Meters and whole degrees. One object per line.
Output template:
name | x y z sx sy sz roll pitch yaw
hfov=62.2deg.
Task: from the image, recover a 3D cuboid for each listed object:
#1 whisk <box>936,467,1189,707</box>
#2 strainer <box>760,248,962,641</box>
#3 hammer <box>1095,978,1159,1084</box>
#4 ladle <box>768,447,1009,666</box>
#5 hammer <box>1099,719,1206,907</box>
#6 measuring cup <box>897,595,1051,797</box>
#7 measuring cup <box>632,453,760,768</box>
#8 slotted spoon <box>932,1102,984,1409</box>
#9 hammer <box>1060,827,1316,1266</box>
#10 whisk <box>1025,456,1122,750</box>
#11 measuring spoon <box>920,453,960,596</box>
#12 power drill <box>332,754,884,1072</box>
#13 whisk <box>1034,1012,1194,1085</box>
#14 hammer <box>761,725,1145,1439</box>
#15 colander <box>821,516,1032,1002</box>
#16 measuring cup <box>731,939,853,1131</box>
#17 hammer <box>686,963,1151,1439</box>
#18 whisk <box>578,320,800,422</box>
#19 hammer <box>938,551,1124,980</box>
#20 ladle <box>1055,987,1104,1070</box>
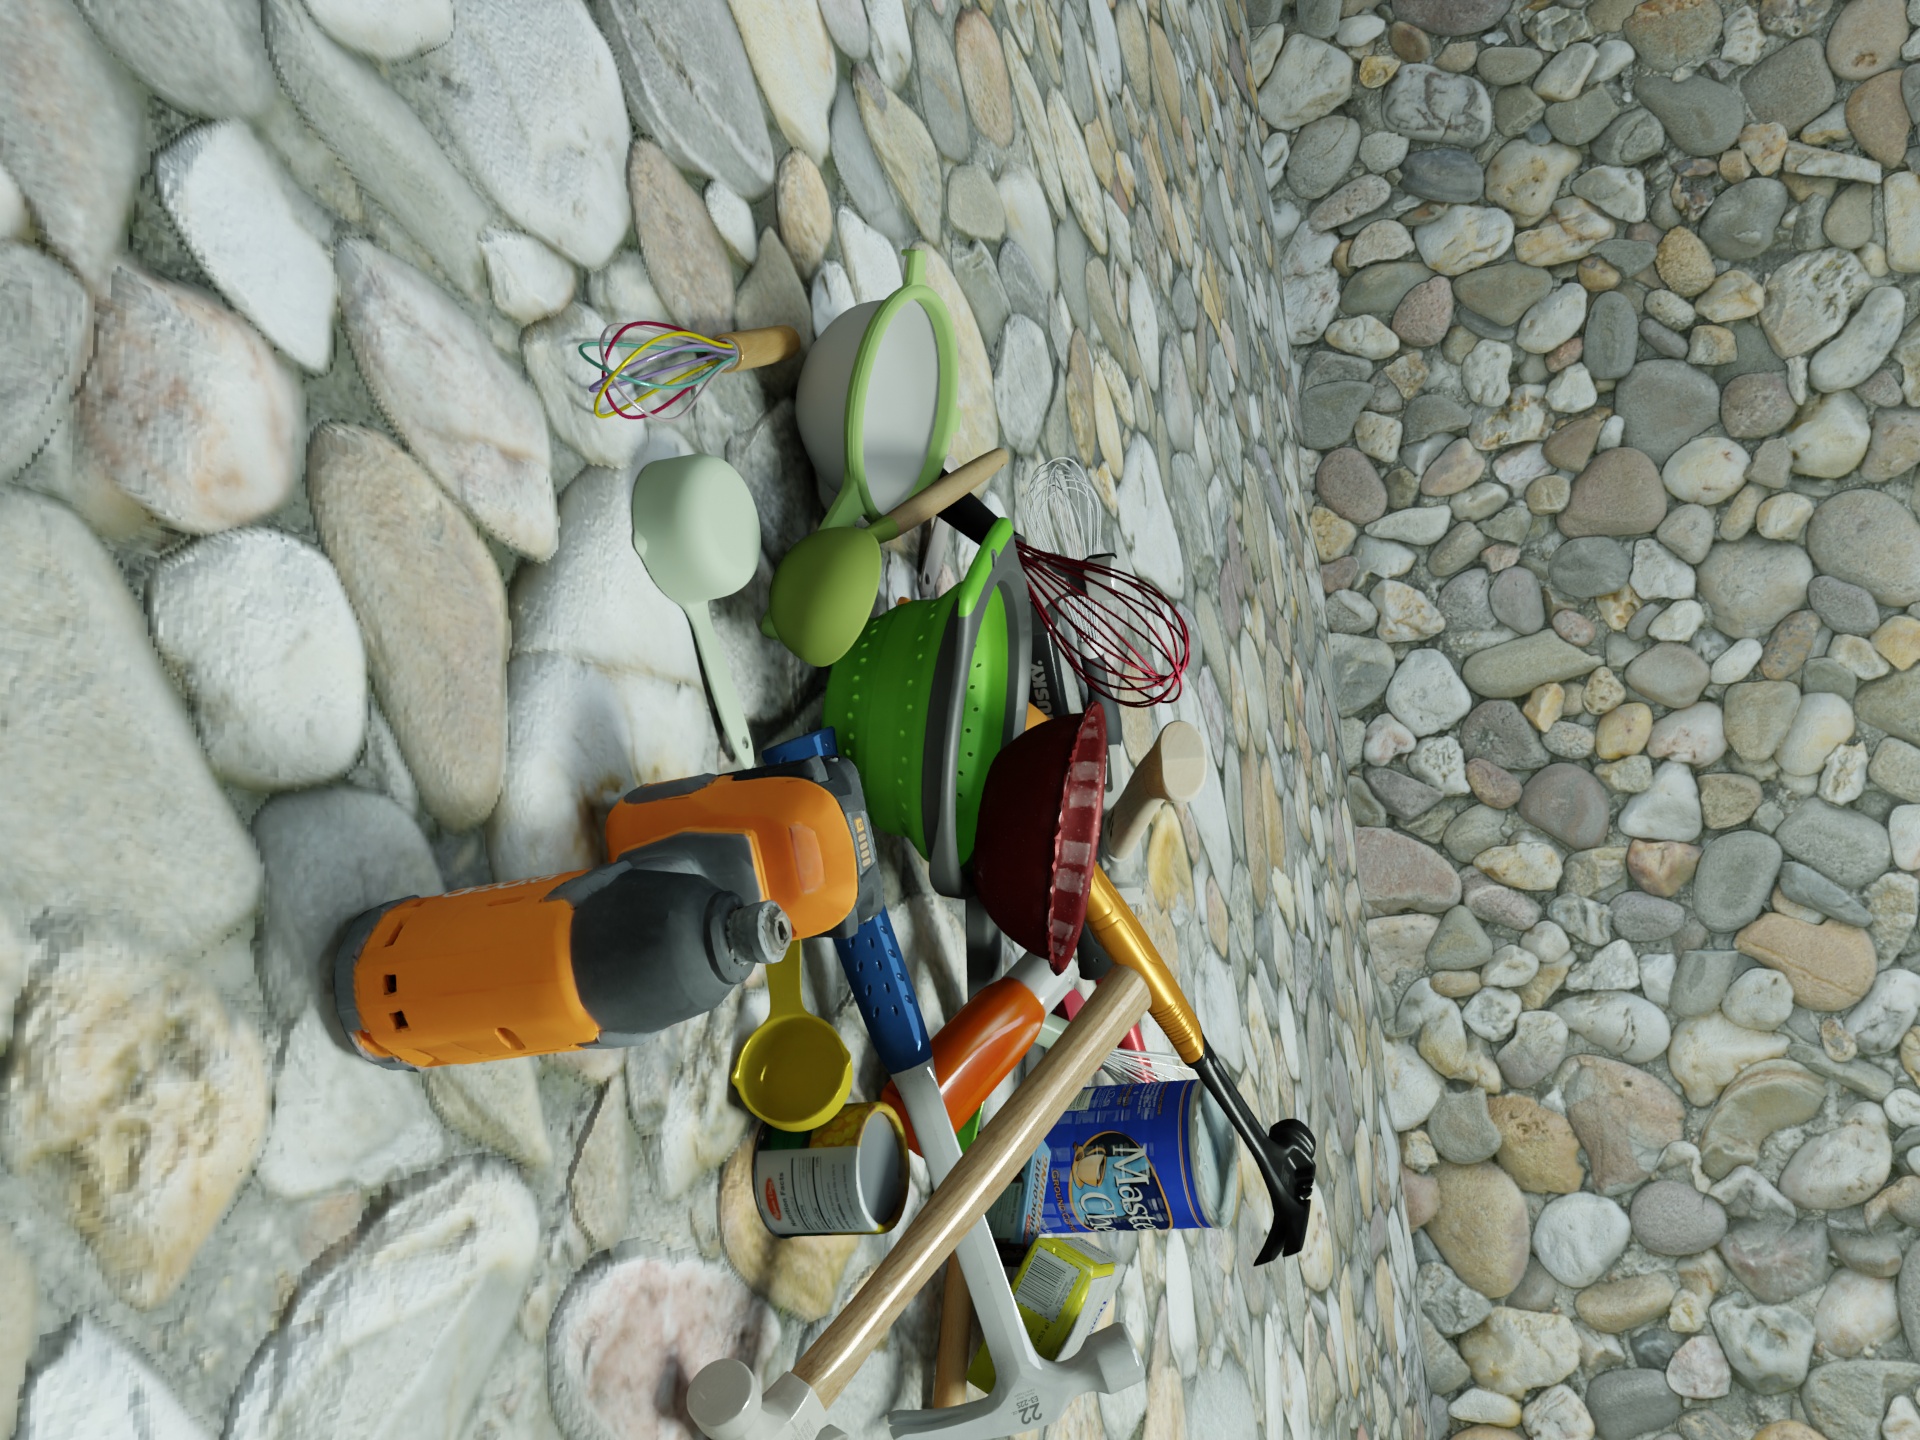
whisk | 0.046 -0.102 1.034 0.296 0.073 0.073 43 -4 37
strainer | -0.079 -0.155 0.961 0.151 0.069 0.256 74 36 -54
hammer | 0.103 0.158 1.281 0.143 0.038 0.386 -100 172 -80
ladle | -0.024 -0.114 0.954 0.062 0.078 0.320 43 32 1
hammer | 0.137 0.051 1.223 0.410 0.038 0.146 95 -11 -77
measuring cup | -0.002 -0.003 1.079 0.173 0.095 0.052 53 50 -9
measuring cup | -0.120 -0.057 0.825 0.083 0.038 0.167 -37 113 -66
slotted spoon | -0.001 0.346 0.960 0.070 0.031 0.314 105 -9 -65
hammer | 0.137 0.196 1.049 0.336 0.034 0.127 57 26 -11
whisk | 0.110 -0.096 1.409 0.070 0.070 0.284 -60 140 -59
measuring spoon | -0.020 -0.141 1.158 0.034 0.018 0.124 53 41 -50
power drill | -0.110 0.072 0.631 0.226 0.164 0.084 -25 104 -70
whisk | 0.103 0.245 1.161 0.246 0.059 0.058 30 15 -33
hammer | -0.029 0.203 0.879 0.035 0.144 0.405 172 -102 -81
colander | -0.022 0.067 0.984 0.205 0.094 0.396 -65 158 -54
measuring cup | -0.088 0.137 0.826 0.029 0.062 0.157 70 10 -57
hammer | -0.002 0.250 0.811 0.331 0.031 0.129 -45 138 -31
whisk | -0.137 -0.193 0.851 0.245 0.051 0.047 -50 155 -68
hammer | 0.069 0.043 1.148 0.035 0.146 0.334 -57 139 -59
ladle | 0.069 0.178 1.145 0.315 0.031 0.069 70 6 -56
